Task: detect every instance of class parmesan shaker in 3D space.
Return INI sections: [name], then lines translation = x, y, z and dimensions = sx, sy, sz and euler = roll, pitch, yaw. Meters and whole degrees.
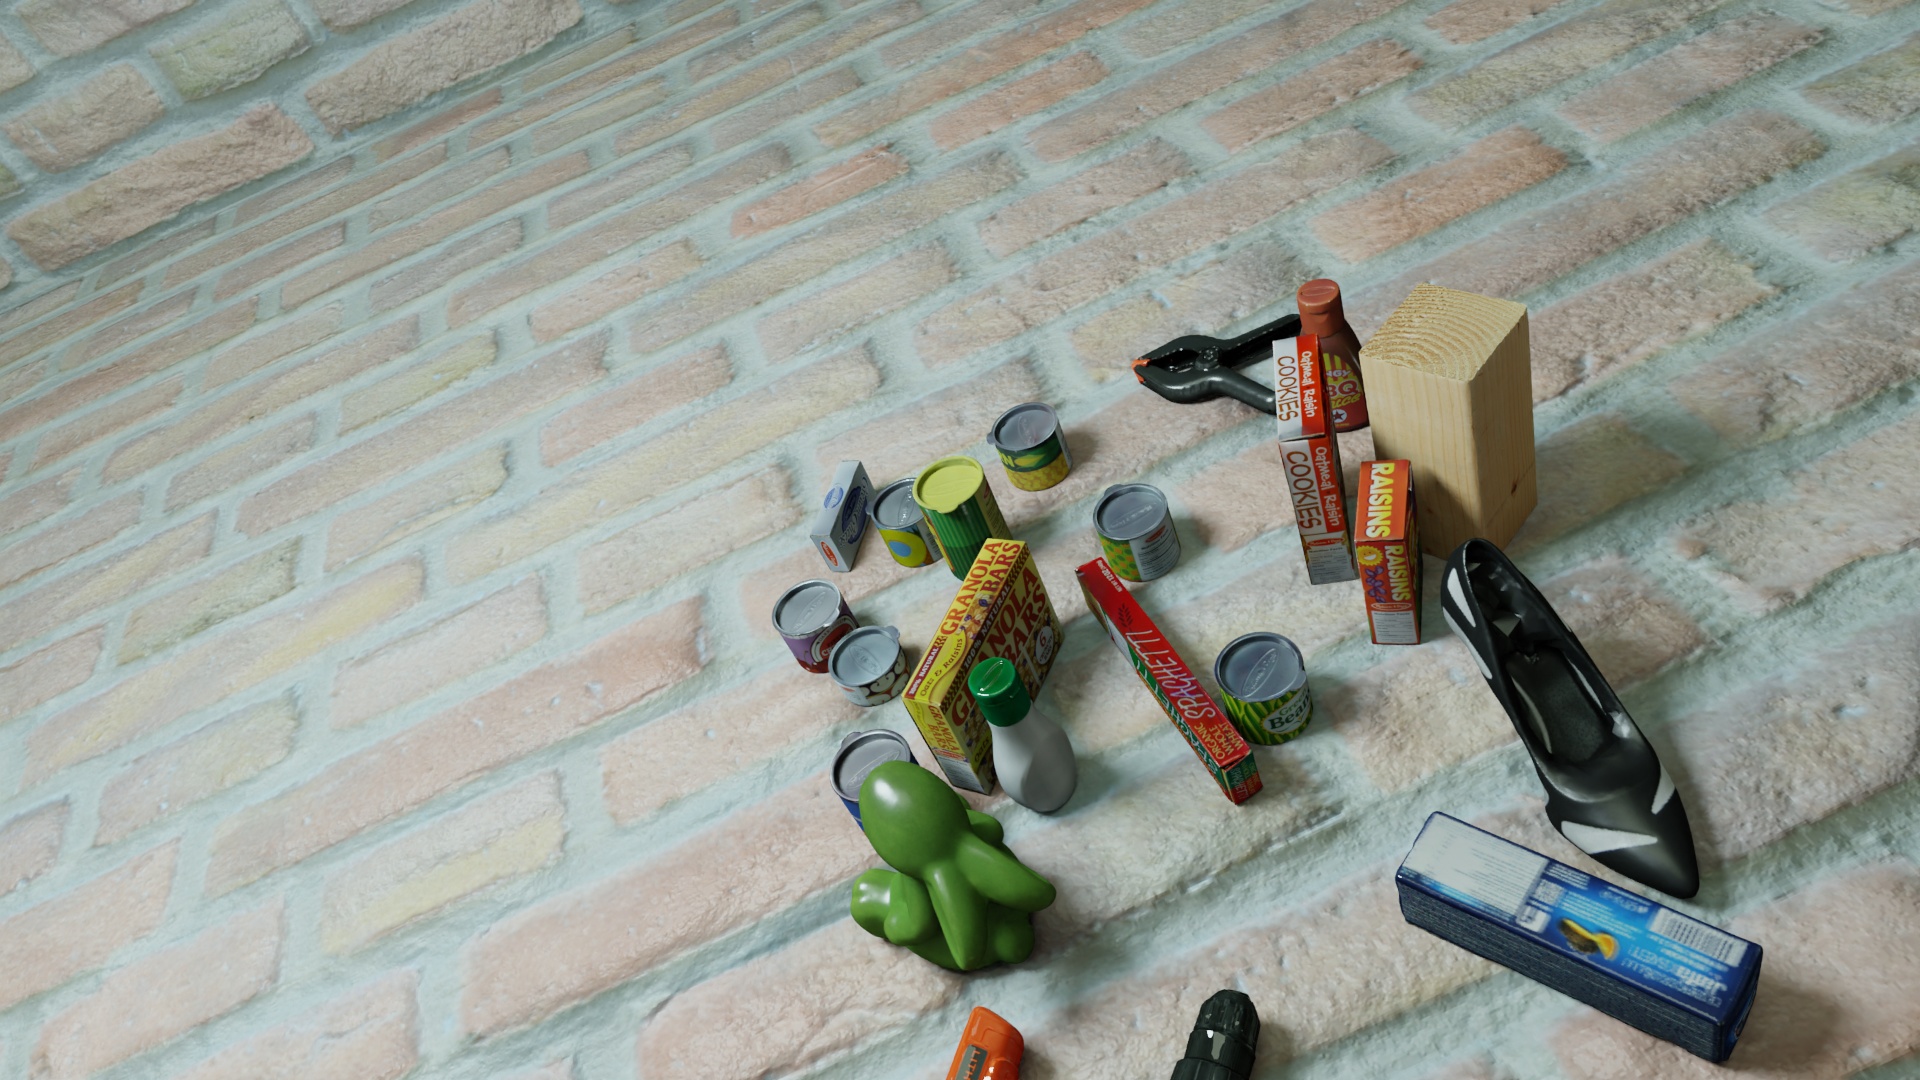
[parmesan shaker]
translation = 0.004, -0.016, 1.255
dimensions = 0.071, 0.102, 0.072
euler = -13, 43, 13

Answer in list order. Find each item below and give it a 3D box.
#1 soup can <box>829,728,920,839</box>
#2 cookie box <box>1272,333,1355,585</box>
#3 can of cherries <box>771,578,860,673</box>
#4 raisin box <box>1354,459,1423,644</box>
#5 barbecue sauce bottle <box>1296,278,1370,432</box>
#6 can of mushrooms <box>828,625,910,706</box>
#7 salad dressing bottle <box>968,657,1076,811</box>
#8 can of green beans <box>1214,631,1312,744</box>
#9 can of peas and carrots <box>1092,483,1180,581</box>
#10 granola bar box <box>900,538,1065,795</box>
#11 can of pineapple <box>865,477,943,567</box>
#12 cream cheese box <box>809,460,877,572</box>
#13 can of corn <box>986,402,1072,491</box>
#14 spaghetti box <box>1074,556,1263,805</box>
[soup can]
translation = -0.057, 0.196, 1.084
dimensions = 0.071, 0.083, 0.072
euler = -13, 43, 13
[cookie box]
translation = 0.288, -0.065, 1.128
dimensions = 0.040, 0.166, 0.123
euler = -8, 45, 17
[can of cherries]
translation = -0.127, 0.079, 1.254
dimensions = 0.071, 0.058, 0.072
euler = -13, 43, 13
[raisin box]
translation = 0.330, 0.010, 1.065
dimensions = 0.040, 0.123, 0.086
euler = -2, 47, 24
[barbecue sauce bottle]
translation = 0.325, -0.162, 1.222
dimensions = 0.065, 0.148, 0.044
euler = -5, 46, 21
[can of mushrooms]
translation = -0.077, 0.109, 1.219
dimensions = 0.071, 0.033, 0.071
euler = -13, 43, 13
[salad dressing bottle]
translation = 0.046, 0.146, 1.041
dimensions = 0.044, 0.147, 0.064
euler = 19, 58, 38
[can of green beans]
translation = 0.231, 0.113, 1.055
dimensions = 0.071, 0.057, 0.071
euler = -13, 43, 13
[can of peas and carrots]
translation = 0.153, -0.008, 1.212
dimensions = 0.071, 0.058, 0.071
euler = -13, 43, 13
[granola bar box]
translation = 0.022, 0.100, 1.115
dimensions = 0.039, 0.123, 0.166
euler = 7, 51, 30
[can of pineapple]
translation = -0.046, -0.017, 1.313
dimensions = 0.071, 0.057, 0.071
euler = -13, 43, 13
[cream cheese box]
translation = -0.113, -0.024, 1.354
dimensions = 0.024, 0.053, 0.104
euler = -3, 46, 23
[can of corn]
translation = 0.067, -0.089, 1.334
dimensions = 0.071, 0.058, 0.071
euler = -13, 43, 13
[spaghetti box]
translation = 0.160, 0.105, 1.101
dimensions = 0.029, 0.050, 0.251
euler = -29, 42, -4
